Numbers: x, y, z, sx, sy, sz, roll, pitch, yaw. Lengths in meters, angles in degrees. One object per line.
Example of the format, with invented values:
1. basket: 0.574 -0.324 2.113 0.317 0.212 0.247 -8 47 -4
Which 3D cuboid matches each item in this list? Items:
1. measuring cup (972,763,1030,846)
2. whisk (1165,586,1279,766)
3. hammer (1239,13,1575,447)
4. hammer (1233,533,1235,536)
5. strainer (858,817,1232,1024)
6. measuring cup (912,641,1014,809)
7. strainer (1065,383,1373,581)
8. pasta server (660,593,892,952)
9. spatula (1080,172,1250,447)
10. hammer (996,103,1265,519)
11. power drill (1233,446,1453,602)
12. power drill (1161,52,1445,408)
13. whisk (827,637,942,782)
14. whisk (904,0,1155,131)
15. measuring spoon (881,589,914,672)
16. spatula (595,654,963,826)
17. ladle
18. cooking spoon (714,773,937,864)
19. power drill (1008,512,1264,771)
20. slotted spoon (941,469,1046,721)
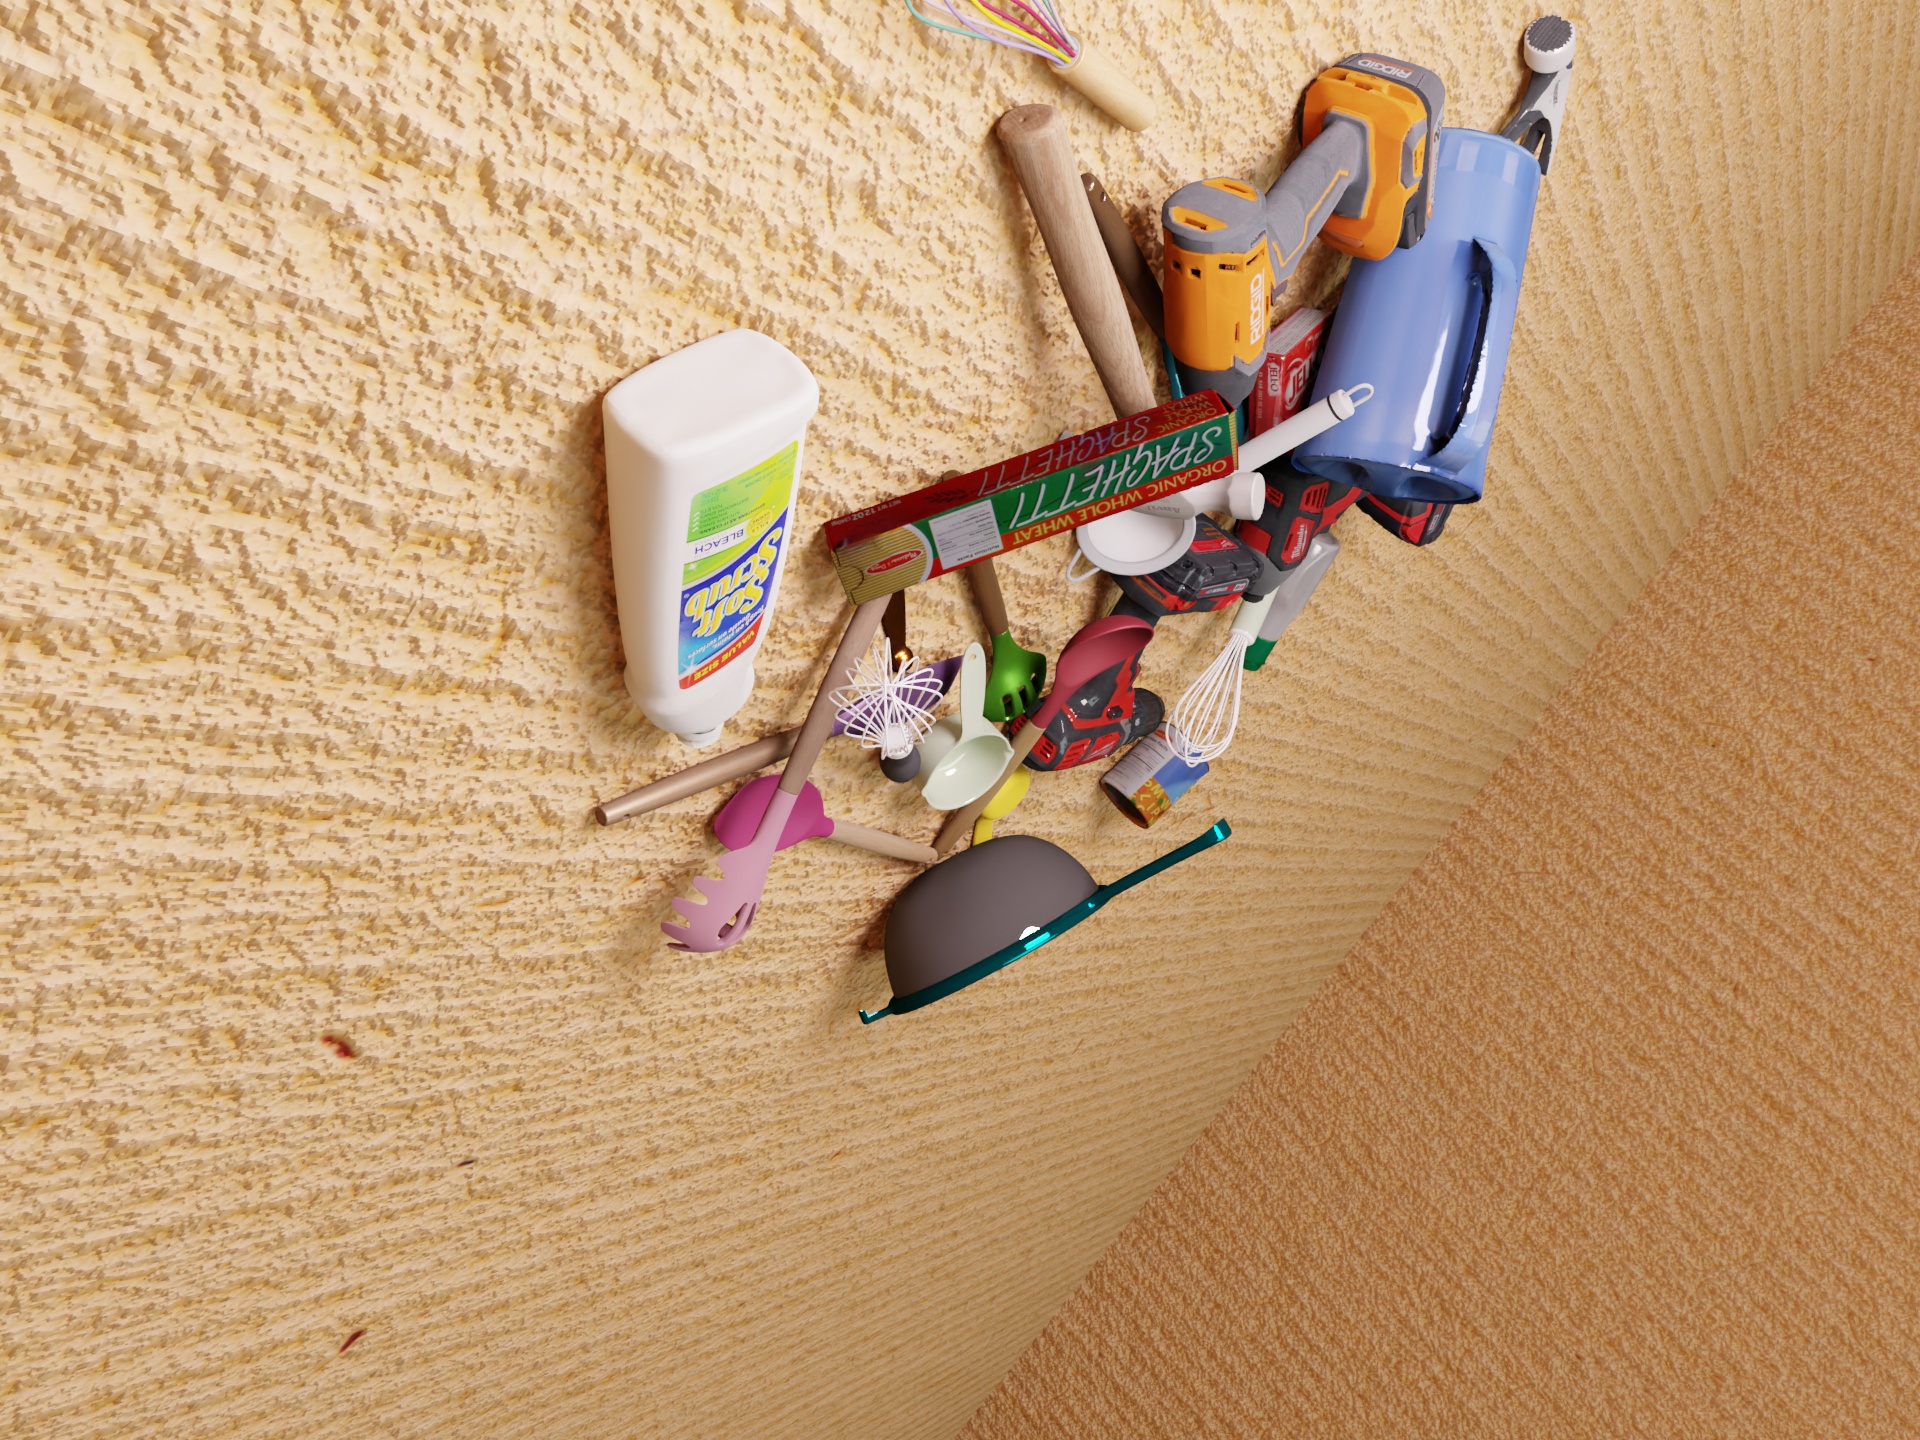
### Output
1. measuring cup: 0.030 0.089 1.359 0.062 0.029 0.156 -34 150 -28
2. whisk: 0.243 -0.066 1.391 0.246 0.058 0.059 -62 150 -22
3. hammer: 0.326 -0.341 1.222 0.409 0.036 0.149 -48 156 0
4. hammer: 0.343 -0.267 1.355 0.331 0.033 0.128 -51 154 6
5. strainer: 0.061 0.126 1.292 0.340 0.095 0.211 -32 175 31
6. measuring cup: -0.002 -0.004 1.170 0.083 0.038 0.167 -23 141 -23
7. strainer: 0.177 -0.171 1.118 0.258 0.050 0.086 -27 130 34
8. pasta server: -0.104 0.017 1.013 0.060 0.040 0.316 10 108 -59
9. spatula: 0.134 -0.260 1.010 0.317 0.044 0.082 29 82 -65
10. hammer: 0.086 -0.225 0.939 0.331 0.130 0.031 56 47 -53
11. power drill: 0.315 -0.179 1.316 0.219 0.079 0.143 -21 141 -31
12. power drill: 0.209 -0.297 0.999 0.226 0.084 0.164 -44 148 -24
13. whisk: -0.043 0.006 1.045 0.070 0.070 0.284 -45 172 -8
14. whisk: 0.042 -0.330 0.776 0.051 0.047 0.245 -58 156 17
15. measuring spoon: -0.041 -0.066 1.049 0.021 0.011 0.116 -39 153 -20
16. spatula: -0.108 0.014 1.049 0.316 0.018 0.059 -23 149 -44
17. ladle: 0.050 0.018 1.234 0.069 0.031 0.315 -1 143 -36
18. cooking spoon: -0.088 0.083 1.178 0.069 0.017 0.318 -50 154 7
19. power drill: 0.149 -0.058 1.294 0.188 0.080 0.226 -12 140 -52
20. slotted spoon: 0.021 -0.078 1.117 0.070 0.031 0.313 -38 152 -10
